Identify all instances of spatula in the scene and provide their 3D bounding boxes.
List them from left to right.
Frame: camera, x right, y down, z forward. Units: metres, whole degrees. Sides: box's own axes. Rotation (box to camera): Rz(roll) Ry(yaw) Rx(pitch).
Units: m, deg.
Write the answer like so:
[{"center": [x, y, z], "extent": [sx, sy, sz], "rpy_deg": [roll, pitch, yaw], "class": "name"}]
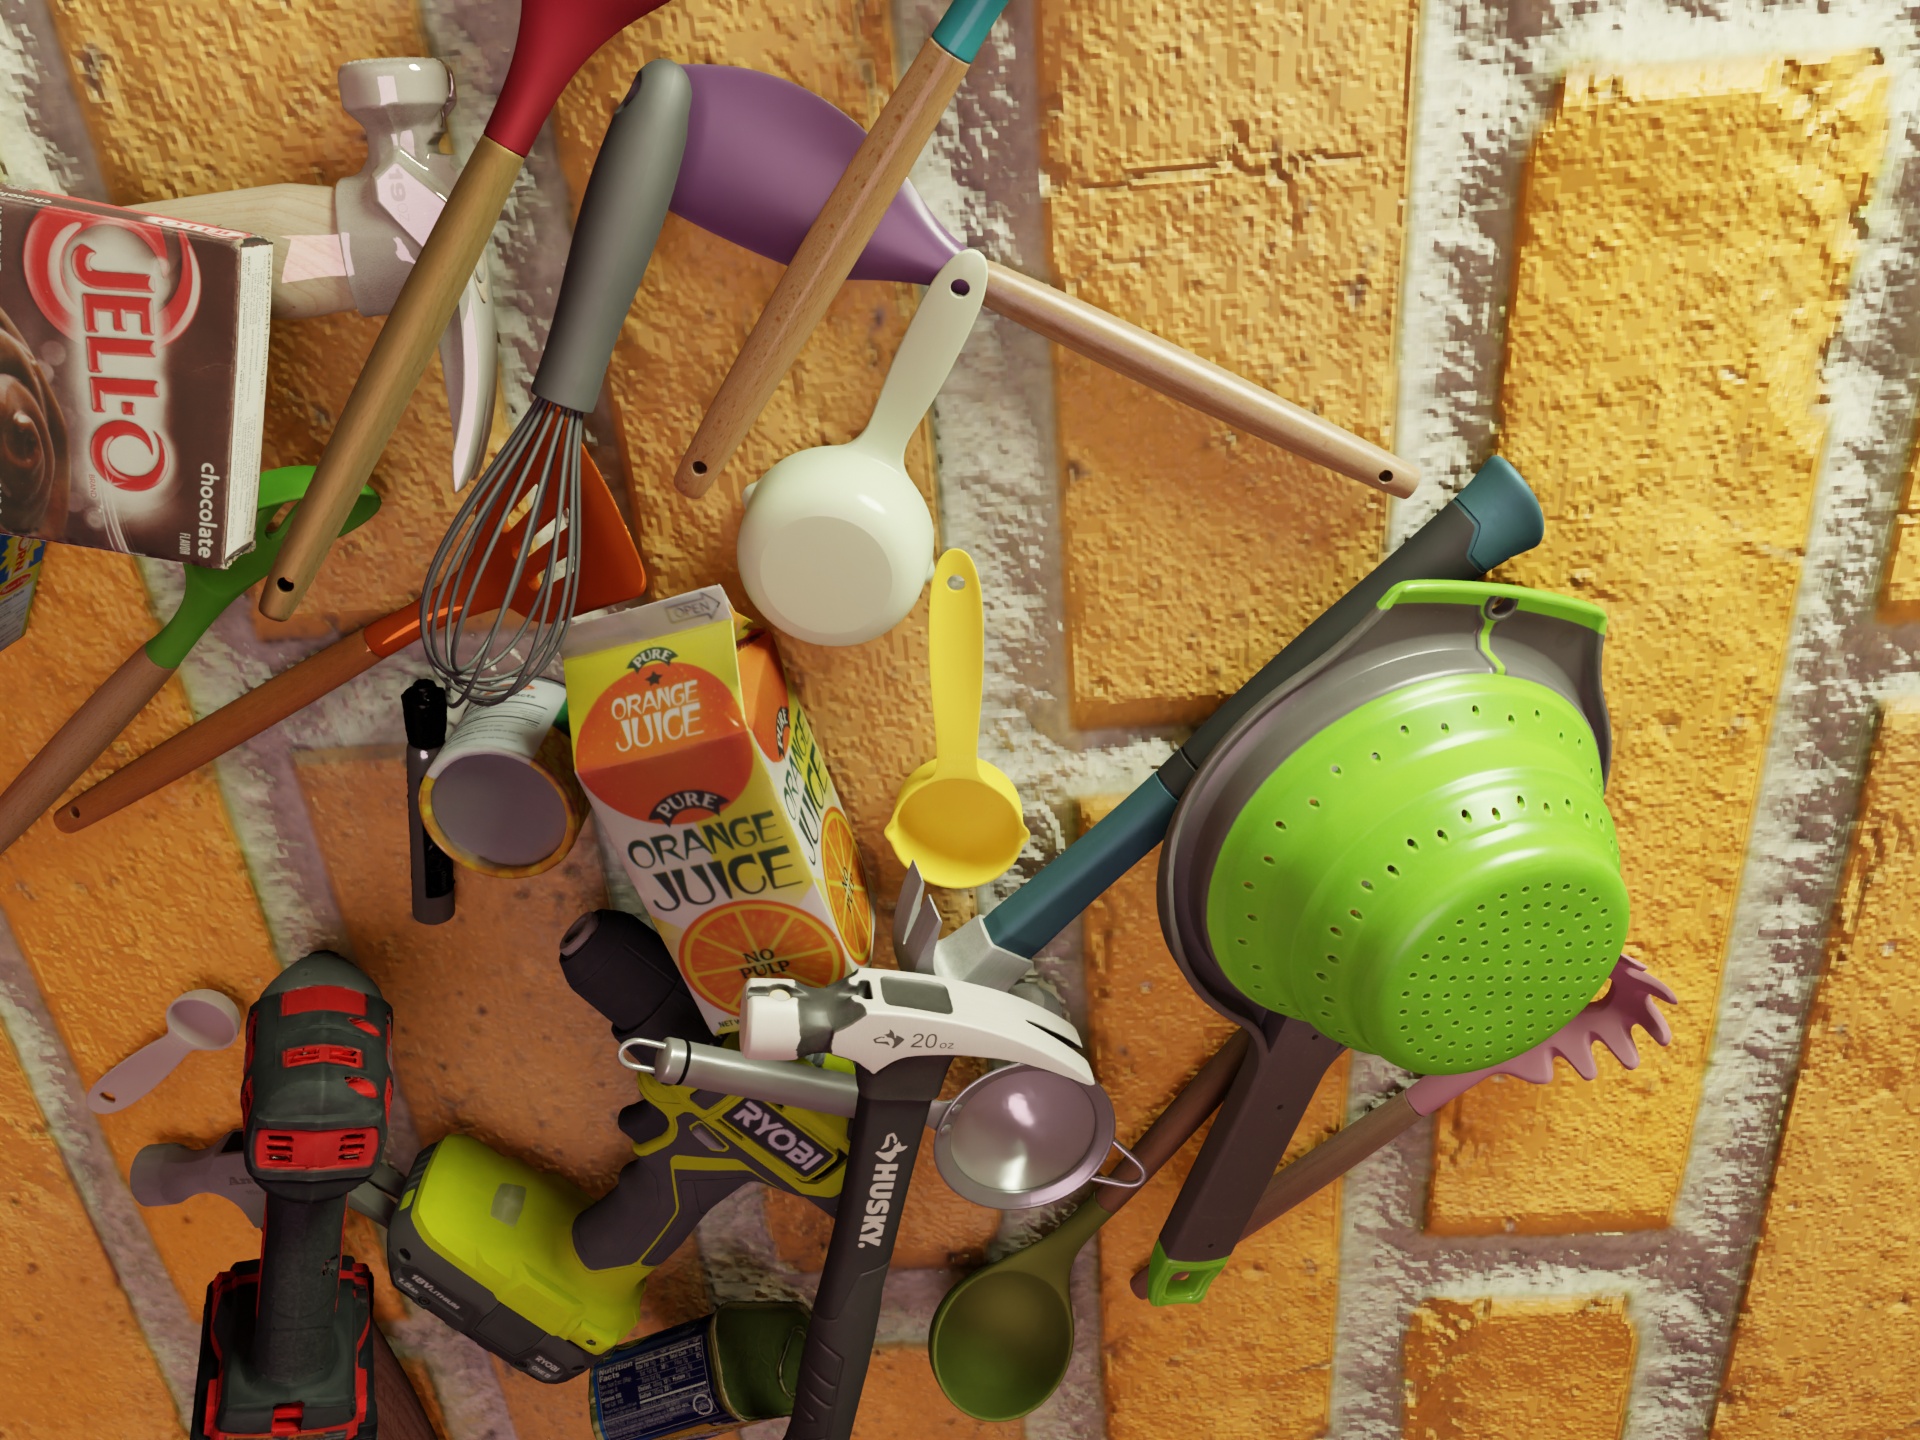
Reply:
[{"center": [-0.264, -0.021, 0.653], "extent": [0.322, 0.041, 0.081], "rpy_deg": [-26, 92, 17], "class": "spatula"}, {"center": [-0.015, -0.204, 0.538], "extent": [0.082, 0.044, 0.317], "rpy_deg": [31, 116, -13], "class": "spatula"}, {"center": [0.030, -0.152, 0.580], "extent": [0.315, 0.018, 0.059], "rpy_deg": [24, 116, -10], "class": "spatula"}]

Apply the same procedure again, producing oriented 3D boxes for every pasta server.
[{"center": [0.197, 0.202, 0.762], "extent": [0.060, 0.040, 0.316], "rpy_deg": [43, 114, -10], "class": "pasta server"}]

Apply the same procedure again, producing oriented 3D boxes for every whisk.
[{"center": [-0.140, -0.113, 0.559], "extent": [0.055, 0.055, 0.239], "rpy_deg": [20, 102, -8], "class": "whisk"}]

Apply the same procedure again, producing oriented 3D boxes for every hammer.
[{"center": [-0.373, -0.143, 0.562], "extent": [0.410, 0.038, 0.146], "rpy_deg": [-4, 109, 0], "class": "hammer"}, {"center": [-0.324, 0.351, 0.872], "extent": [0.130, 0.031, 0.331], "rpy_deg": [-7, 119, 7], "class": "hammer"}, {"center": [-0.042, 0.250, 0.718], "extent": [0.146, 0.035, 0.334], "rpy_deg": [4, 120, -14], "class": "hammer"}, {"center": [0.100, 0.020, 0.650], "extent": [0.331, 0.033, 0.128], "rpy_deg": [-43, 136, 18], "class": "hammer"}]

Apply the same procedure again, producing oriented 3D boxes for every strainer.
[{"center": [-0.030, 0.170, 0.714], "extent": [0.258, 0.050, 0.087], "rpy_deg": [18, 111, -25], "class": "strainer"}]

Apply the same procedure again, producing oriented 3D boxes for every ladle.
[{"center": [-0.165, -0.168, 0.529], "extent": [0.069, 0.031, 0.315], "rpy_deg": [27, 104, -19], "class": "ladle"}, {"center": [0.087, 0.225, 0.770], "extent": [0.078, 0.062, 0.320], "rpy_deg": [29, 114, -16], "class": "ladle"}]

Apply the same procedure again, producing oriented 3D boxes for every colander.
[{"center": [0.166, 0.137, 0.660], "extent": [0.204, 0.095, 0.396], "rpy_deg": [4, 121, -22], "class": "colander"}]

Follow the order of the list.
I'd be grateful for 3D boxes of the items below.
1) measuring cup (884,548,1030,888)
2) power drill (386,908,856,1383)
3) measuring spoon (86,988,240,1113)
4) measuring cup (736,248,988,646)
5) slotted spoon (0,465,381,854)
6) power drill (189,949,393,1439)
[{"center": [-0.001, -0.002, 0.662], "extent": [0.062, 0.029, 0.156], "rpy_deg": [1, 117, 2], "class": "measuring cup"}, {"center": [-0.163, 0.202, 0.756], "extent": [0.228, 0.080, 0.190], "rpy_deg": [-40, 112, 18], "class": "power drill"}, {"center": [-0.393, 0.163, 0.782], "extent": [0.124, 0.018, 0.034], "rpy_deg": [-34, 115, 27], "class": "measuring spoon"}, {"center": [-0.031, -0.097, 0.594], "extent": [0.083, 0.038, 0.167], "rpy_deg": [24, 124, -10], "class": "measuring cup"}, {"center": [-0.347, -0.014, 0.662], "extent": [0.313, 0.070, 0.031], "rpy_deg": [-36, 80, 25], "class": "slotted spoon"}, {"center": [-0.296, 0.217, 0.718], "extent": [0.078, 0.143, 0.219], "rpy_deg": [5, 111, -23], "class": "power drill"}]
